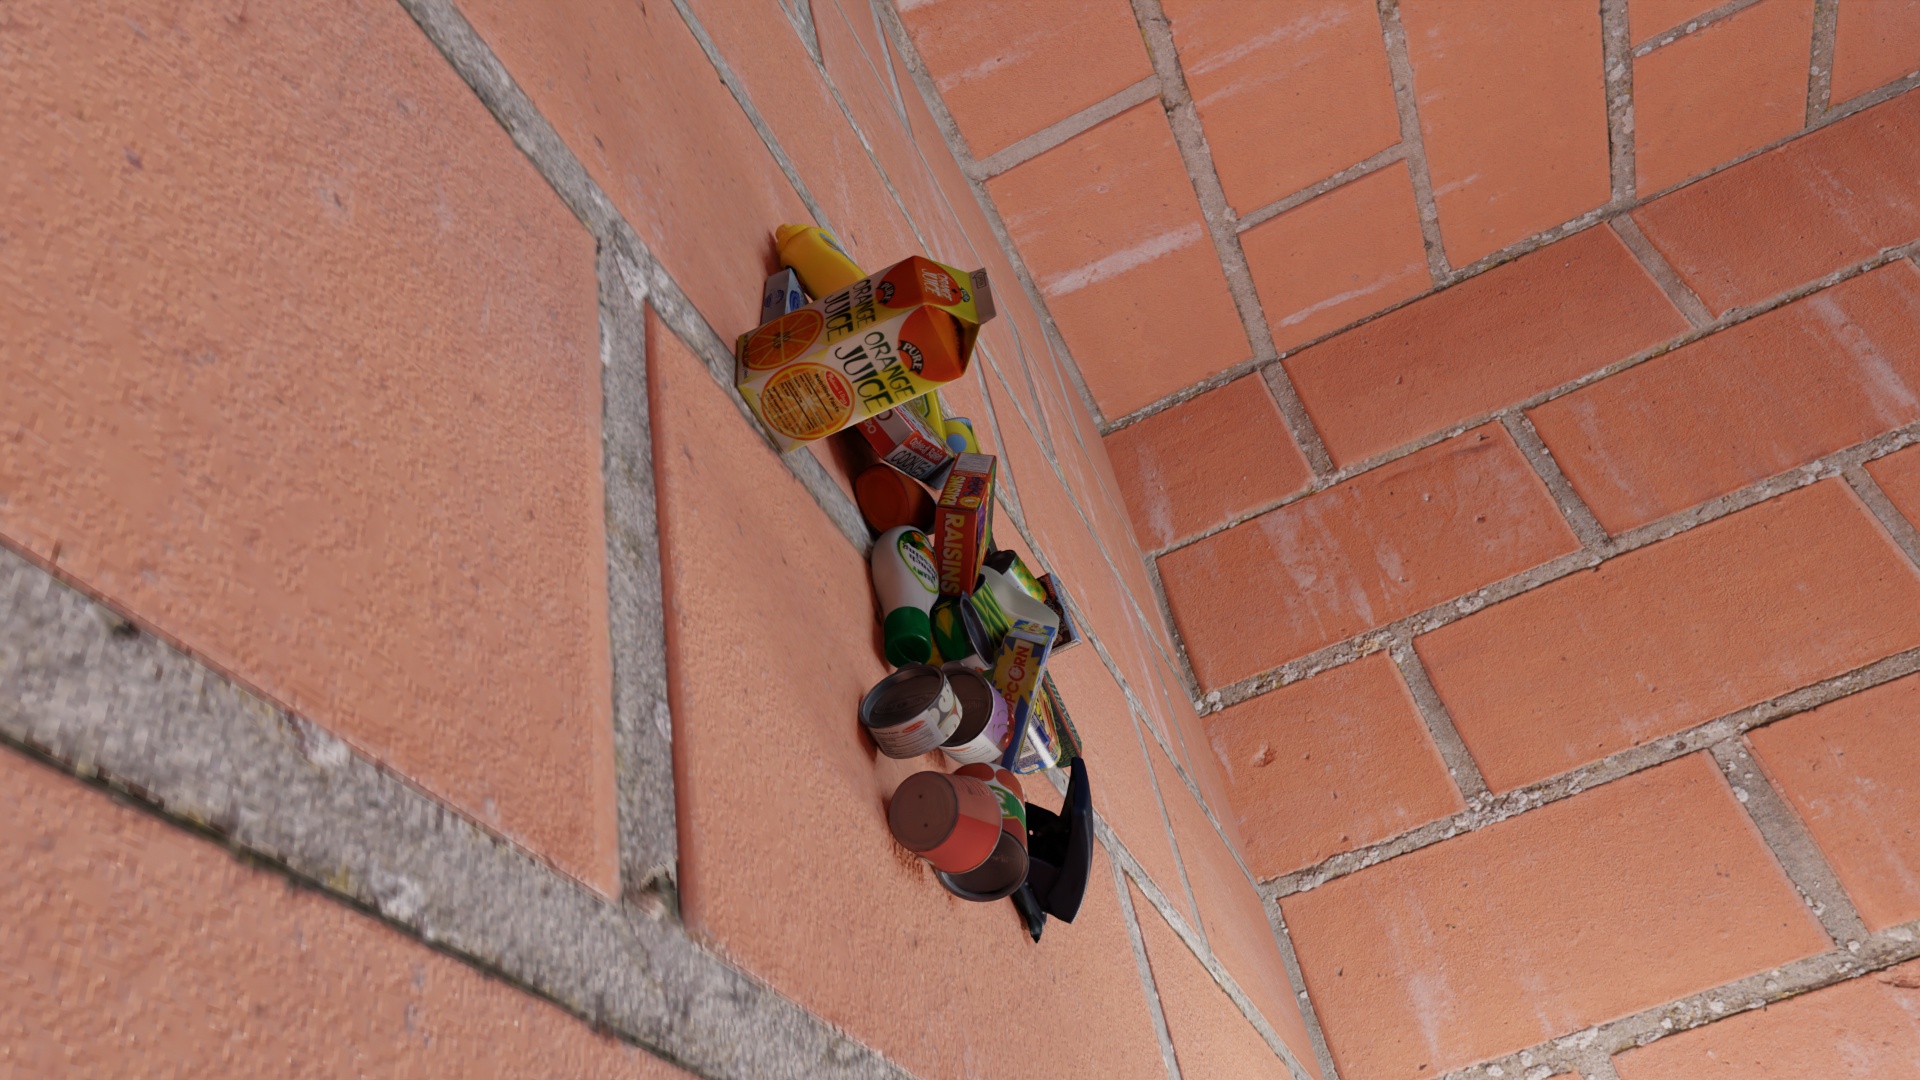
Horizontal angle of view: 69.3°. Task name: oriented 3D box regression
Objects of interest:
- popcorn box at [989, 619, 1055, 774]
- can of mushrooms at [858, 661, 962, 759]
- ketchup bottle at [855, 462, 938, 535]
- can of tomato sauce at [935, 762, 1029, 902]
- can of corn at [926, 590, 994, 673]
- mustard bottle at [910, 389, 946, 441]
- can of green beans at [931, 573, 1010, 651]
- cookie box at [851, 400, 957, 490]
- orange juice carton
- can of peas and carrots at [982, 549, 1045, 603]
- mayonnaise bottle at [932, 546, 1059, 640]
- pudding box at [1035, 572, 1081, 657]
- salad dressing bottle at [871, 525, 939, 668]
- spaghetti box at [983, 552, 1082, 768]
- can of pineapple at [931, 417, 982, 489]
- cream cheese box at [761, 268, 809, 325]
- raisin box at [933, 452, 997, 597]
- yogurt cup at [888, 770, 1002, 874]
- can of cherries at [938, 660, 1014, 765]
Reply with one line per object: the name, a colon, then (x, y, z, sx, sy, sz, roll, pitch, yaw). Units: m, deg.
popcorn box: (0.046, 0.138, 1.208, 0.085, 0.038, 0.126, -29, 135, -78)
can of mushrooms: (-0.034, 0.118, 0.973, 0.071, 0.071, 0.033, -92, 157, -62)
ketchup bottle: (-0.049, -0.029, 1.255, 0.065, 0.043, 0.149, 64, 10, 11)
can of tomato sauce: (0.015, 0.211, 1.019, 0.083, 0.071, 0.071, -89, 154, -66)
can of corn: (-0.012, 0.084, 1.162, 0.071, 0.058, 0.071, -25, 91, -79)
mustard bottle: (-0.048, -0.128, 1.409, 0.049, 0.065, 0.160, -79, 148, -78)
can of green beans: (0.004, 0.071, 1.247, 0.071, 0.071, 0.057, -82, 148, -69)
cookie box: (-0.068, -0.113, 1.253, 0.123, 0.040, 0.167, 50, 7, 16)
orange juice carton: (-0.064, -0.146, 1.031, 0.072, 0.192, 0.072, -101, 165, -50)
can of peas and carrots: (0.048, 0.051, 1.458, 0.058, 0.071, 0.071, 52, 15, -18)
mayonnaise bottle: (0.024, 0.057, 1.322, 0.148, 0.064, 0.041, 36, 46, -29)
pudding box: (0.096, 0.084, 1.532, 0.084, 0.049, 0.030, 70, 12, 18)
salad dressing bottle: (-0.044, 0.046, 1.125, 0.064, 0.044, 0.148, 45, 21, -28)
spaghetti box: (0.073, 0.134, 1.535, 0.050, 0.028, 0.249, -66, 132, -75)
can of pineapple: (-0.009, -0.094, 1.499, 0.071, 0.071, 0.058, 30, 39, -72)
cream cheese box: (-0.144, -0.183, 1.170, 0.104, 0.024, 0.053, -96, 161, -55)
raisin box: (0.004, -0.016, 1.239, 0.124, 0.040, 0.085, -69, 166, -63)
yogurt cup: (-0.013, 0.189, 0.946, 0.054, 0.072, 0.072, 37, 31, -54)
can of cherries: (0.005, 0.138, 1.108, 0.058, 0.071, 0.072, 50, 21, -58)
